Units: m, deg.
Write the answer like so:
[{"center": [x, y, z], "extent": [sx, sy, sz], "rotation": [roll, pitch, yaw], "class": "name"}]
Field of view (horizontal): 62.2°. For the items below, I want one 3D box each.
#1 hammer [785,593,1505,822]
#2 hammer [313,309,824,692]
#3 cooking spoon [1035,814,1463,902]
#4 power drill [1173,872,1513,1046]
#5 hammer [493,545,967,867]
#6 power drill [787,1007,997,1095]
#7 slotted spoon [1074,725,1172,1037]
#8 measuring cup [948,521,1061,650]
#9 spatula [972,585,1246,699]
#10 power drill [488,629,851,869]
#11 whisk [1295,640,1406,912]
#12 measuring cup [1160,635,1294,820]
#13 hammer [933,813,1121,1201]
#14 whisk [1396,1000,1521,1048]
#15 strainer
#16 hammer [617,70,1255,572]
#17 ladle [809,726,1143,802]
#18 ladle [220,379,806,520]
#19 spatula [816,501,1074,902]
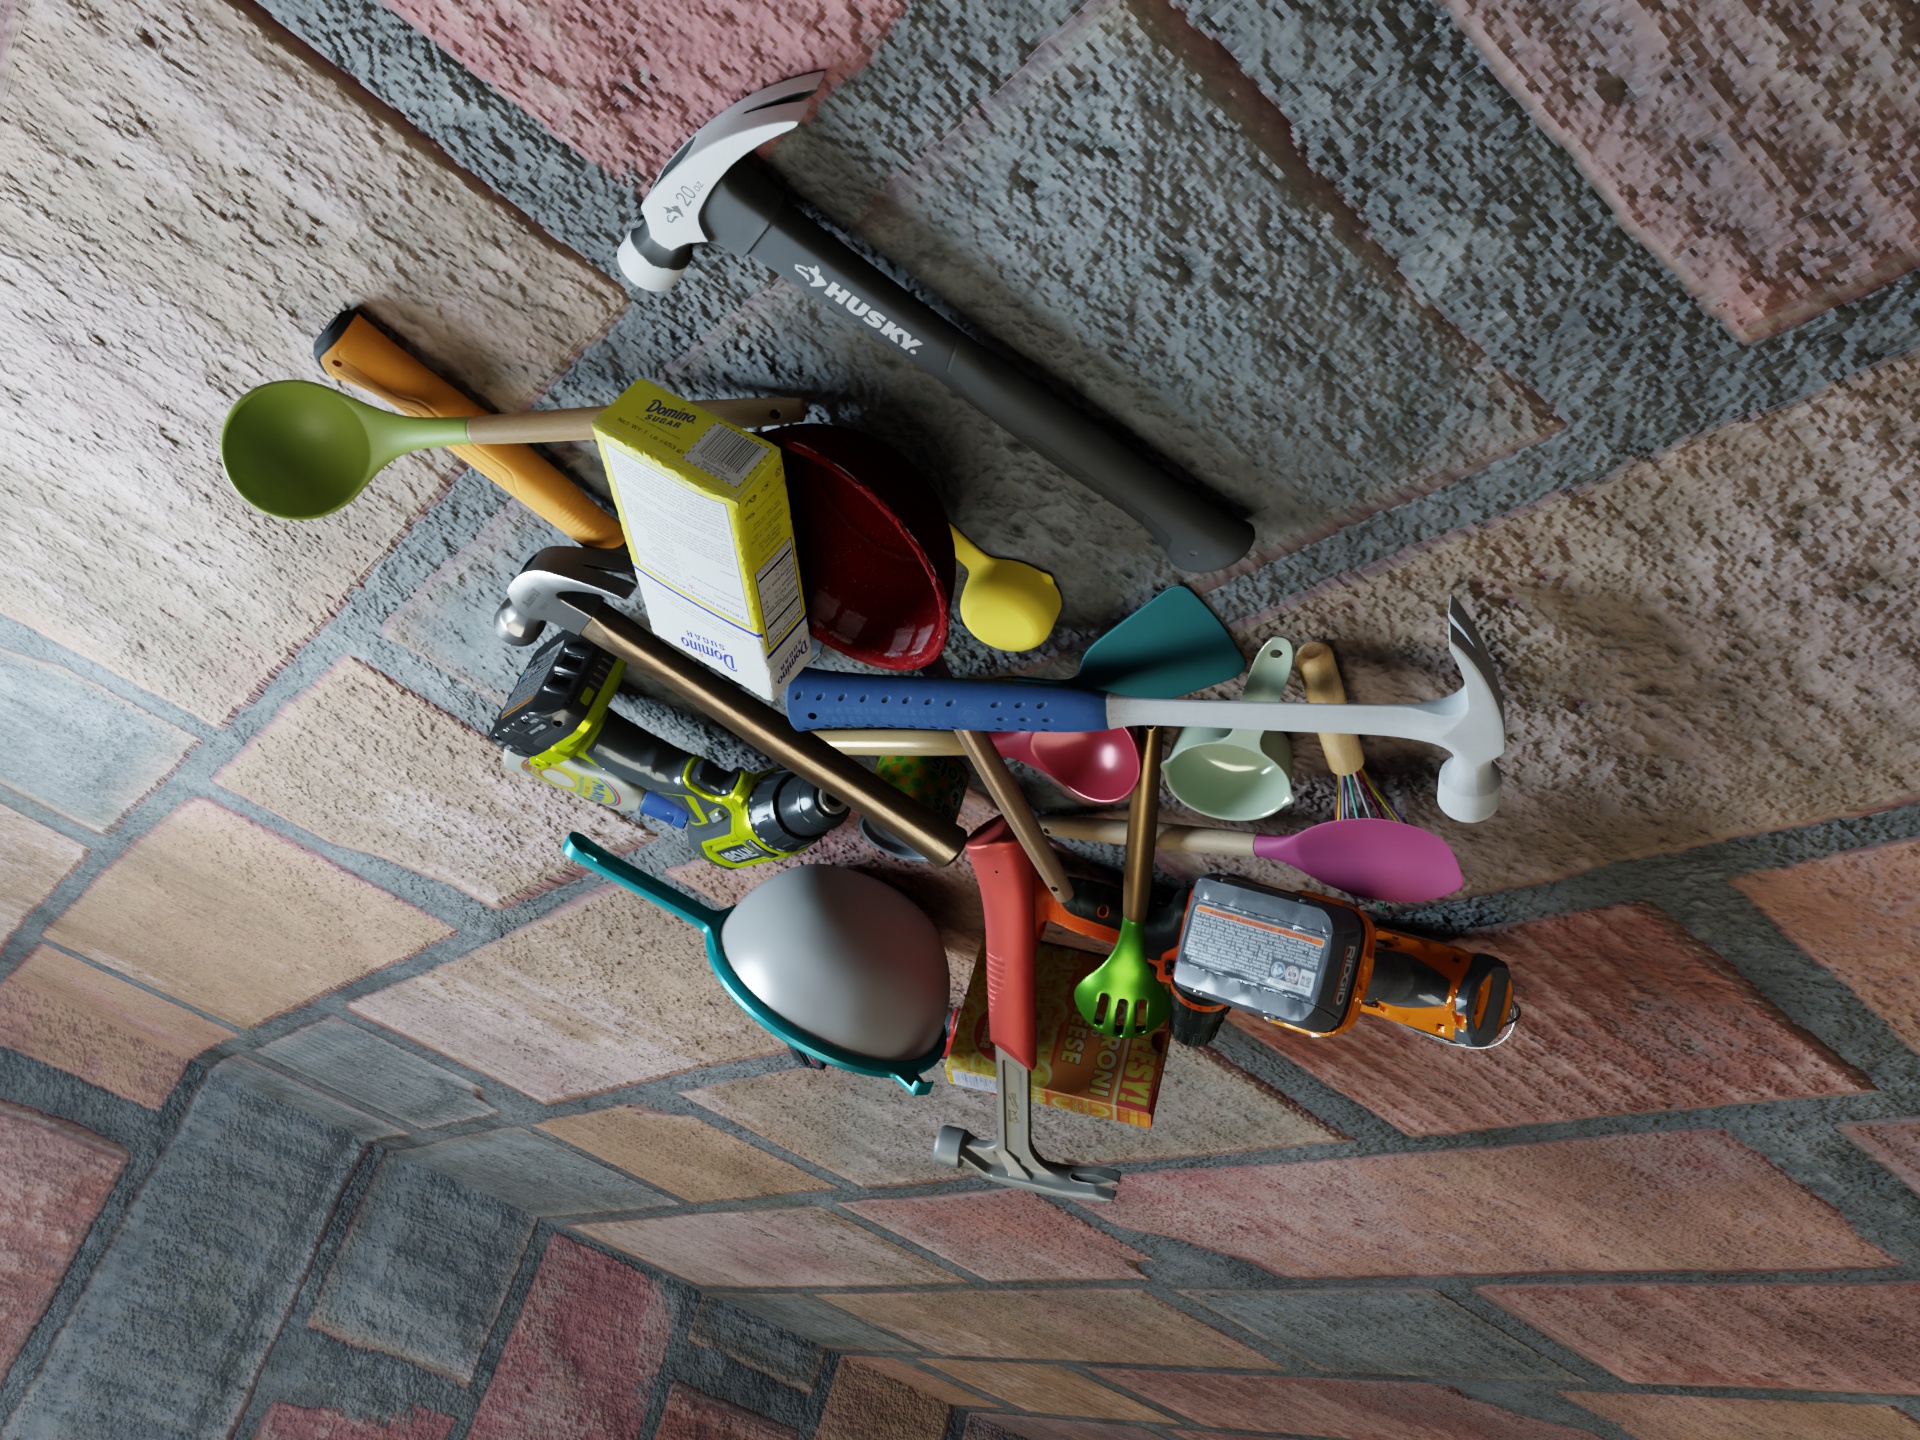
[{"center": [0.094, -0.010, 0.895], "extent": [0.405, 0.035, 0.143], "rotation": [2, 137, 16], "class": "hammer"}, {"center": [-0.228, -0.126, 0.949], "extent": [0.336, 0.034, 0.127], "rotation": [38, 144, -29], "class": "hammer"}, {"center": [0.171, 0.078, 1.022], "extent": [0.319, 0.017, 0.068], "rotation": [2, 131, 43], "class": "cooking spoon"}, {"center": [0.240, 0.159, 1.047], "extent": [0.226, 0.084, 0.164], "rotation": [17, 176, -44], "class": "power drill"}, {"center": [-0.134, -0.003, 1.008], "extent": [0.331, 0.031, 0.130], "rotation": [34, 147, -14], "class": "hammer"}, {"center": [-0.044, 0.267, 1.431], "extent": [0.227, 0.080, 0.187], "rotation": [8, 147, 12], "class": "power drill"}, {"center": [0.116, 0.111, 1.063], "extent": [0.070, 0.031, 0.313], "rotation": [6, 128, 8], "class": "slotted spoon"}, {"center": [-0.008, -0.090, 0.893], "extent": [0.156, 0.029, 0.062], "rotation": [37, 144, -27], "class": "measuring cup"}, {"center": [0.020, -0.026, 0.989], "extent": [0.317, 0.044, 0.082], "rotation": [-5, 143, 41], "class": "spatula"}, {"center": [-0.196, 0.027, 1.114], "extent": [0.228, 0.080, 0.190], "rotation": [33, 155, -22], "class": "power drill"}, {"center": [0.234, 0.040, 0.961], "extent": [0.047, 0.051, 0.244], "rotation": [5, 144, 31], "class": "whisk"}, {"center": [0.170, -0.004, 0.935], "extent": [0.083, 0.038, 0.167], "rotation": [15, 141, 5], "class": "measuring cup"}, {"center": [0.048, 0.219, 1.173], "extent": [0.149, 0.037, 0.358], "rotation": [8, 126, 14], "class": "hammer"}, {"center": [0.290, 0.204, 1.188], "extent": [0.246, 0.059, 0.057], "rotation": [4, 109, 30], "class": "whisk"}, {"center": [-0.141, 0.146, 1.242], "extent": [0.340, 0.211, 0.095], "rotation": [29, 106, -6], "class": "strainer"}, {"center": [0.009, -0.169, 0.757], "extent": [0.334, 0.035, 0.146], "rotation": [31, 147, -20], "class": "hammer"}, {"center": [-0.014, 0.017, 1.056], "extent": [0.315, 0.031, 0.069], "rotation": [0, 108, 34], "class": "ladle"}, {"center": [-0.241, -0.153, 0.851], "extent": [0.320, 0.062, 0.078], "rotation": [-2, 119, 10], "class": "ladle"}, {"center": [-0.002, -0.003, 0.978], "extent": [0.060, 0.018, 0.315], "rotation": [-8, 126, 36], "class": "spatula"}]
